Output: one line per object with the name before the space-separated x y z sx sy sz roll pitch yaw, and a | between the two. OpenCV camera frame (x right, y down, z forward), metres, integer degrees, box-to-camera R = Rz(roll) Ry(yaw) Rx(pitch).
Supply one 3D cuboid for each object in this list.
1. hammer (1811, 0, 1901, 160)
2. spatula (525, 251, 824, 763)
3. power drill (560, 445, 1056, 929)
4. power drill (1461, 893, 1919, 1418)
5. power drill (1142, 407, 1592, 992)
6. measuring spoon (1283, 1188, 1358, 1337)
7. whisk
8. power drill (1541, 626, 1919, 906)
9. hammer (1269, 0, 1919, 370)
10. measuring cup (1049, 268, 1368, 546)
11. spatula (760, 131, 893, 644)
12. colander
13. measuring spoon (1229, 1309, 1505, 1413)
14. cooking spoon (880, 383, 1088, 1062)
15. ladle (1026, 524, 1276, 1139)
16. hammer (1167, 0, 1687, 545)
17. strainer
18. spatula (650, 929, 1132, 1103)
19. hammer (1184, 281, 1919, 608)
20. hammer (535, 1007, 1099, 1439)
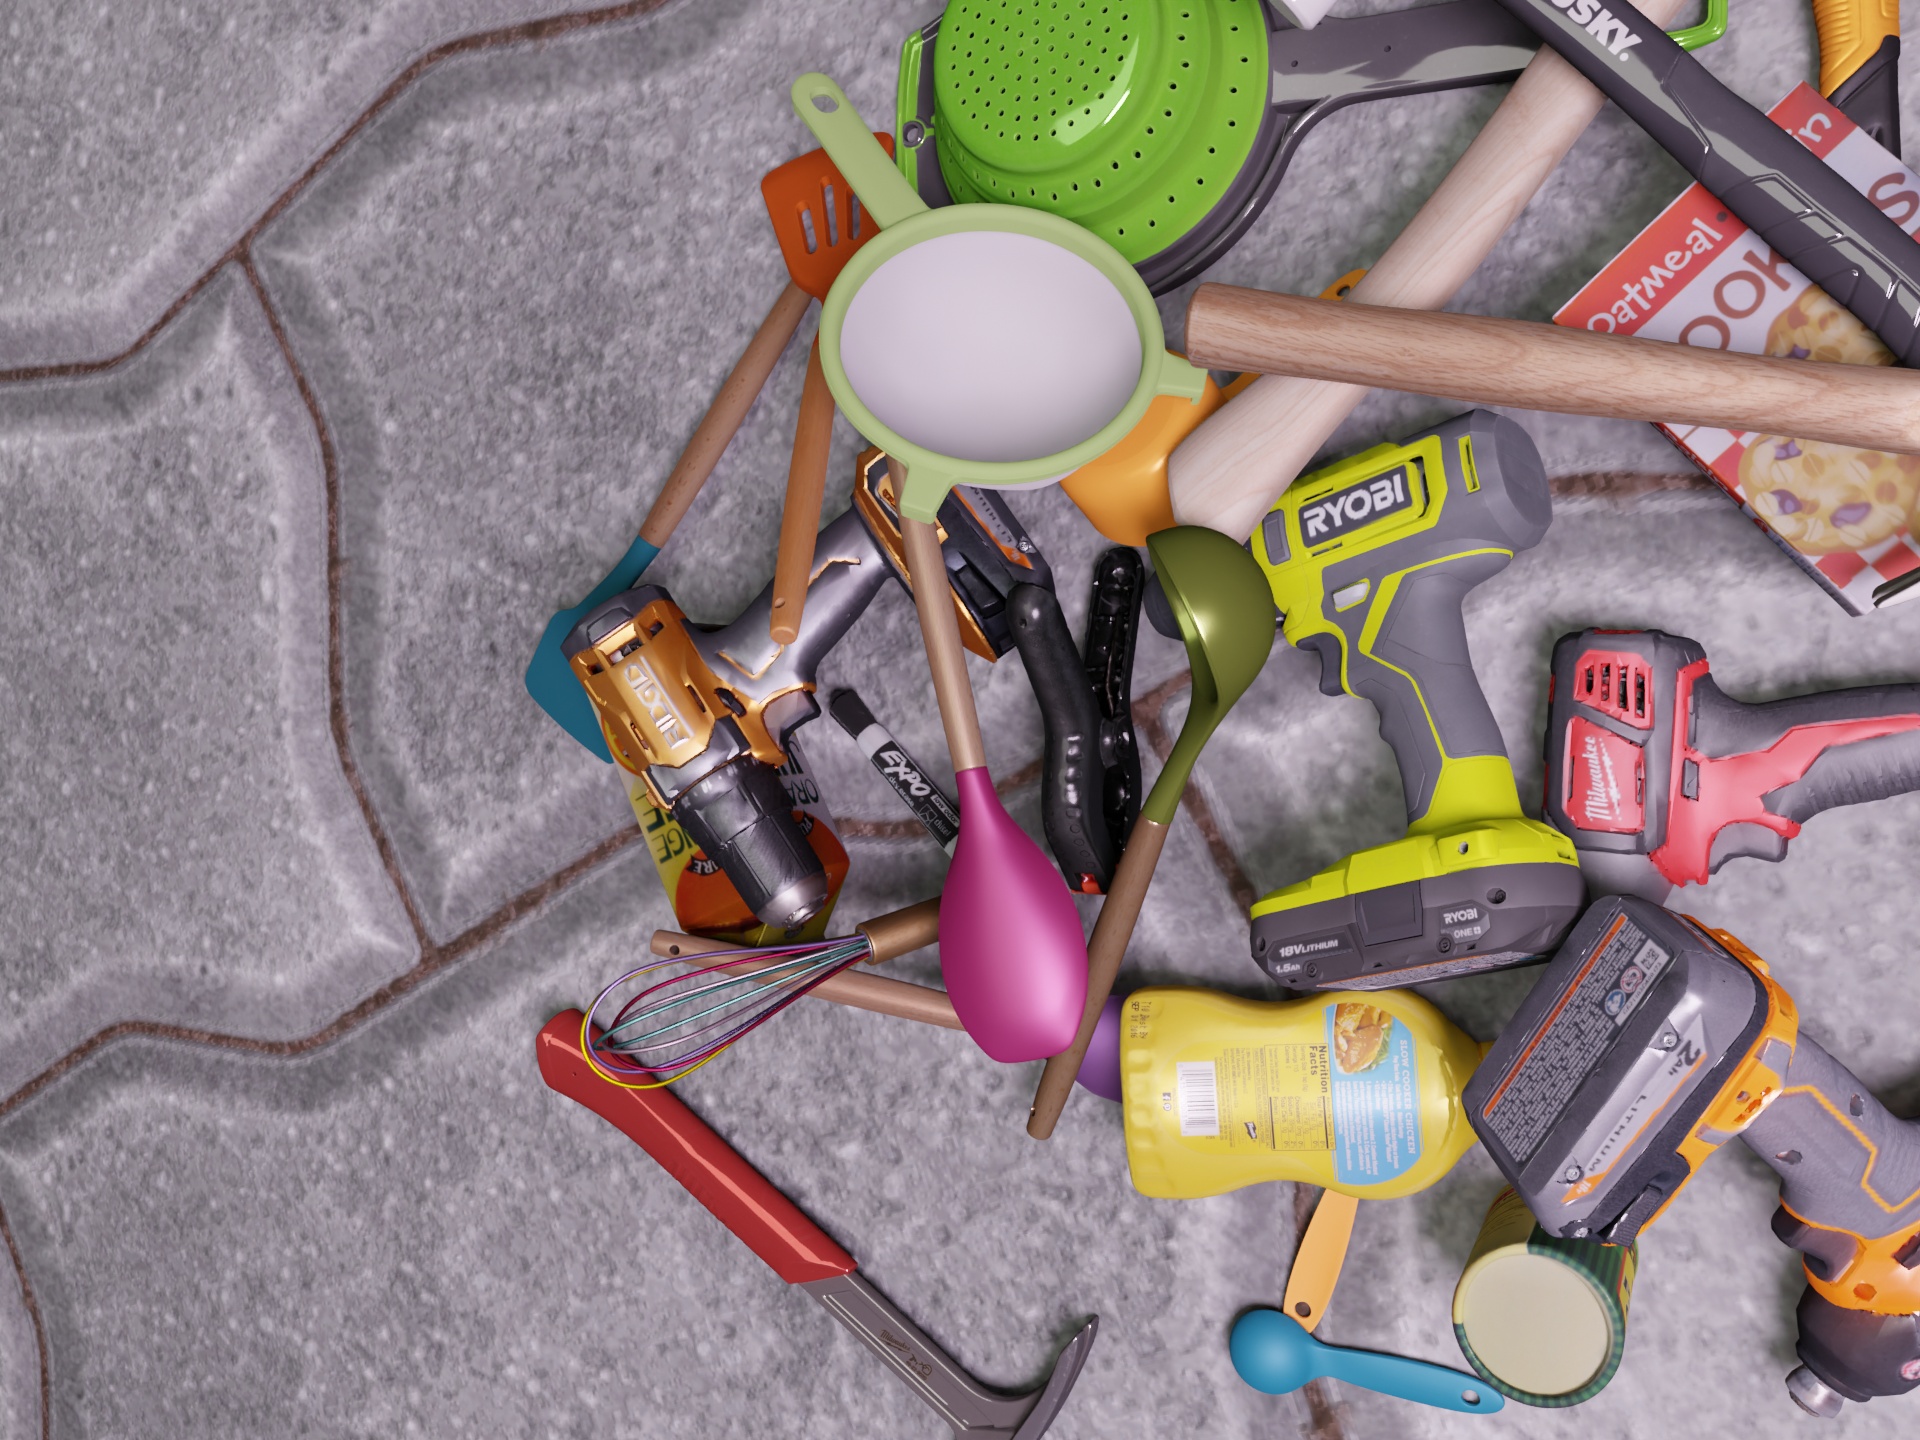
hammer | 0.355 -0.283 0.647 0.127 0.034 0.337 -2 91 25
spatula | -0.159 -0.123 0.906 0.082 0.044 0.317 38 102 20
power drill | -0.060 -0.024 0.788 0.226 0.084 0.185 -34 80 0
power drill | 0.312 0.177 0.609 0.226 0.084 0.164 25 105 -14
power drill | 0.171 -0.002 0.693 0.190 0.080 0.229 -20 67 40
measuring spoon | 0.177 0.243 0.761 0.021 0.011 0.117 19 103 20
whisk | -0.065 0.119 0.768 0.047 0.245 0.051 58 150 28
power drill | 0.348 0.038 0.638 0.220 0.078 0.143 4 92 29
hammer | 0.277 -0.233 0.596 0.146 0.035 0.335 -45 76 16
measuring cup | 0.116 -0.160 0.743 0.173 0.052 0.095 -43 49 12
spatula | -0.074 -0.171 0.786 0.081 0.041 0.323 -12 51 20
colander | 0.128 -0.304 0.721 0.397 0.094 0.204 1 92 26
measuring spoon | 0.187 0.310 0.747 0.129 0.021 0.042 4 104 24
cooking spoon | -0.001 -0.002 0.730 0.069 0.017 0.319 -14 83 14
ladle | 0.069 0.063 0.717 0.062 0.078 0.320 10 116 -13
hammer | 0.236 -0.230 0.650 0.146 0.038 0.410 42 104 16
strainer | -0.013 -0.196 0.739 0.151 0.069 0.257 -26 67 -14
spatula | -0.003 0.143 0.794 0.316 0.018 0.060 12 96 7
hammer | 0.241 -0.127 0.596 0.331 0.031 0.130 14 110 27
hammer | -0.099 0.274 0.879 0.359 0.036 0.149 36 106 20
